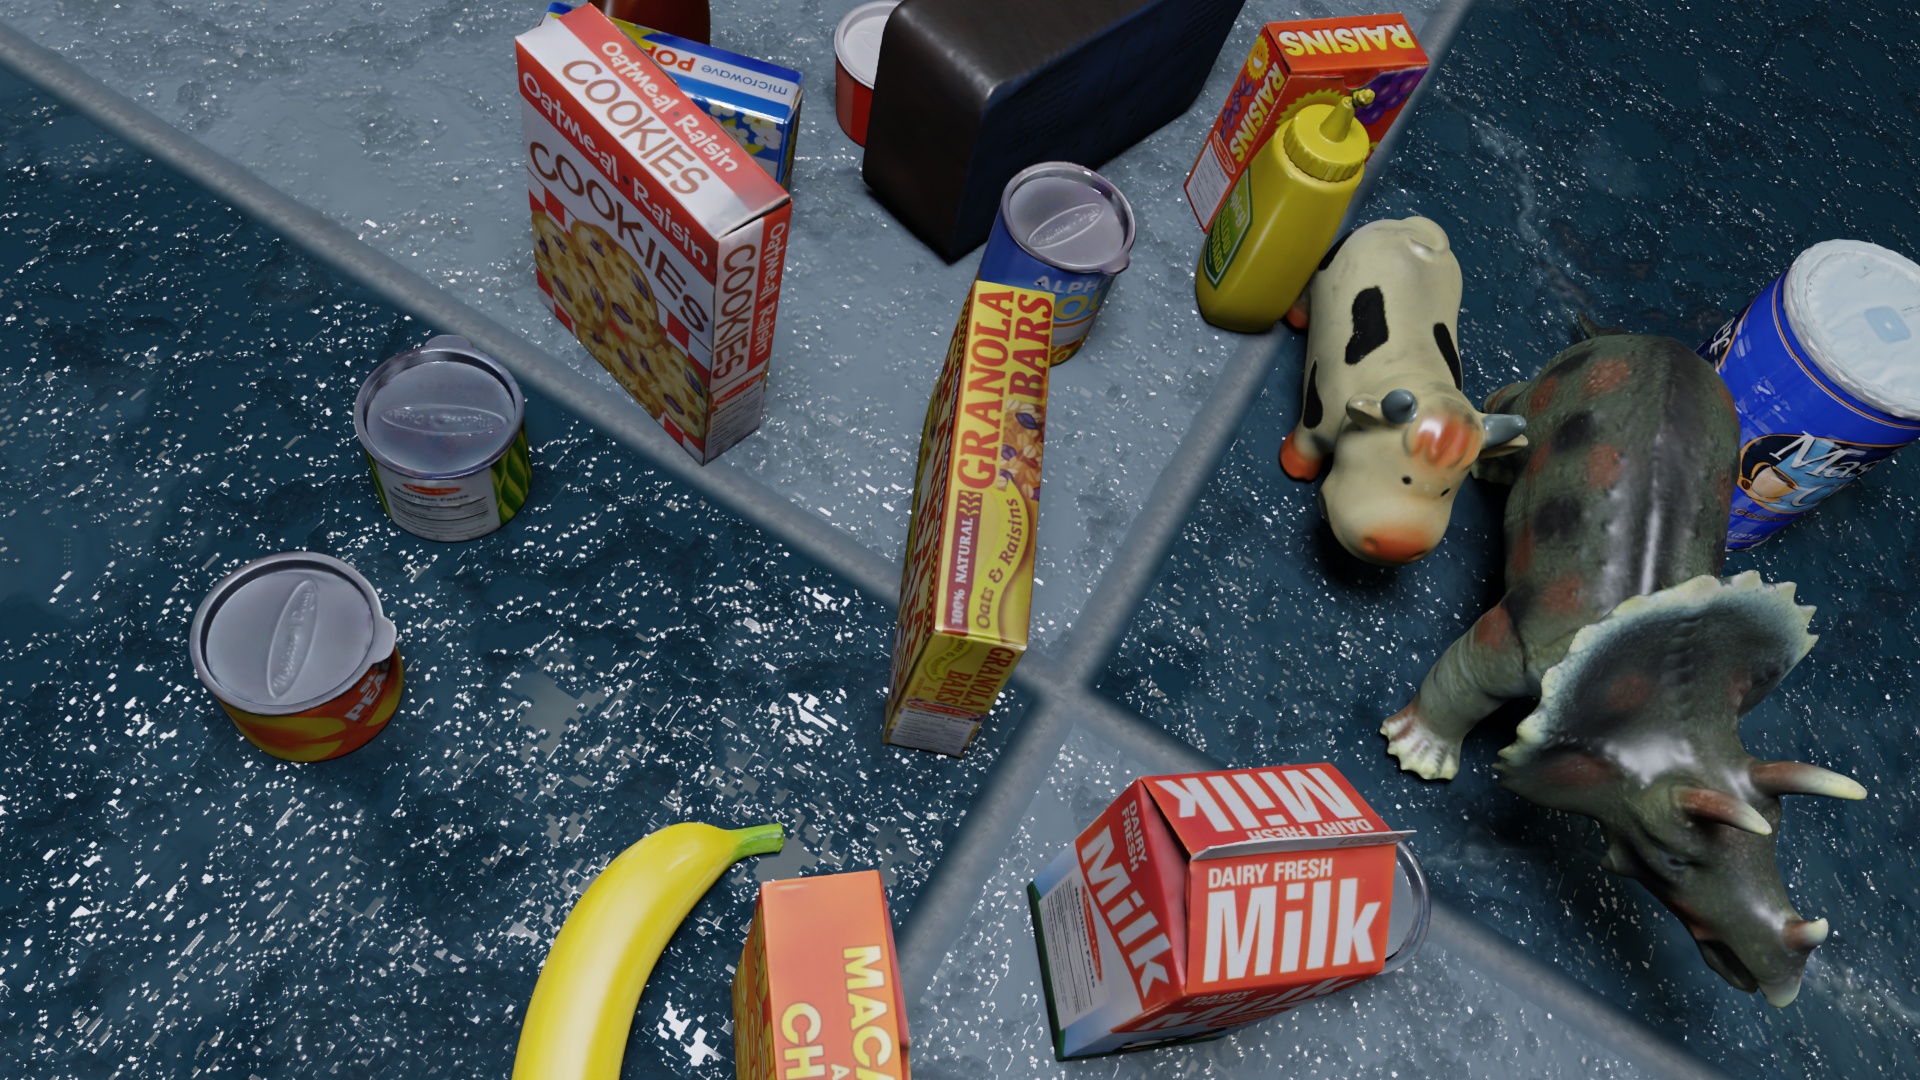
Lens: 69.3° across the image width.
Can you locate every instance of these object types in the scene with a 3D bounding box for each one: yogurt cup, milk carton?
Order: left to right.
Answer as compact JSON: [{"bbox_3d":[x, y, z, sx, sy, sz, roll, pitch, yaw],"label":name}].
[{"bbox_3d":[-0.037,-0.249,0.753,0.072,0.053,0.073,6,61,-10],"label":"yogurt cup"},{"bbox_3d":[0.086,0.132,0.496,0.072,0.189,0.074,-2,63,-14],"label":"milk carton"}]

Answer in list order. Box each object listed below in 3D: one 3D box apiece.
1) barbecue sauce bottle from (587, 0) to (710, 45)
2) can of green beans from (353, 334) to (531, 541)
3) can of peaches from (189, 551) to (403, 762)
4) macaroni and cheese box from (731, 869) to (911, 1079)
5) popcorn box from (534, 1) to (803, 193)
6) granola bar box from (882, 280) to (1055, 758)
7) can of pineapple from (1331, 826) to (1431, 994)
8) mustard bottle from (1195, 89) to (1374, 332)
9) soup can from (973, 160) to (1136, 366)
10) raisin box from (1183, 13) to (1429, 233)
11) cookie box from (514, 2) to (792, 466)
[{"bbox_3d":[-0.154,-0.274,0.685,0.065,0.147,0.044,-32,73,-26],"label":"barbecue sauce bottle"},{"bbox_3d":[-0.219,-0.041,0.595,0.071,0.057,0.071,6,61,-10],"label":"can of green beans"},{"bbox_3d":[-0.252,0.047,0.539,0.071,0.057,0.071,6,61,-10],"label":"can of peaches"},{"bbox_3d":[-0.047,0.188,0.448,0.040,0.165,0.124,-2,63,-14],"label":"macaroni and cheese box"},{"bbox_3d":[-0.145,-0.205,0.686,0.127,0.084,0.038,15,60,-5],"label":"popcorn box"},{"bbox_3d":[0.002,-0.007,0.591,0.039,0.123,0.166,11,60,-8],"label":"granola bar box"},{"bbox_3d":[0.150,0.151,0.578,0.071,0.057,0.071,6,61,-10],"label":"can of pineapple"},{"bbox_3d":[0.165,-0.171,0.697,0.049,0.159,0.065,8,61,-9],"label":"mustard bottle"},{"bbox_3d":[0.045,-0.133,0.693,0.071,0.083,0.071,6,61,-10],"label":"soup can"},{"bbox_3d":[0.183,-0.223,0.751,0.086,0.122,0.040,-10,65,-18],"label":"raisin box"},{"bbox_3d":[-0.133,-0.124,0.598,0.040,0.166,0.123,-39,76,-27],"label":"cookie box"}]
